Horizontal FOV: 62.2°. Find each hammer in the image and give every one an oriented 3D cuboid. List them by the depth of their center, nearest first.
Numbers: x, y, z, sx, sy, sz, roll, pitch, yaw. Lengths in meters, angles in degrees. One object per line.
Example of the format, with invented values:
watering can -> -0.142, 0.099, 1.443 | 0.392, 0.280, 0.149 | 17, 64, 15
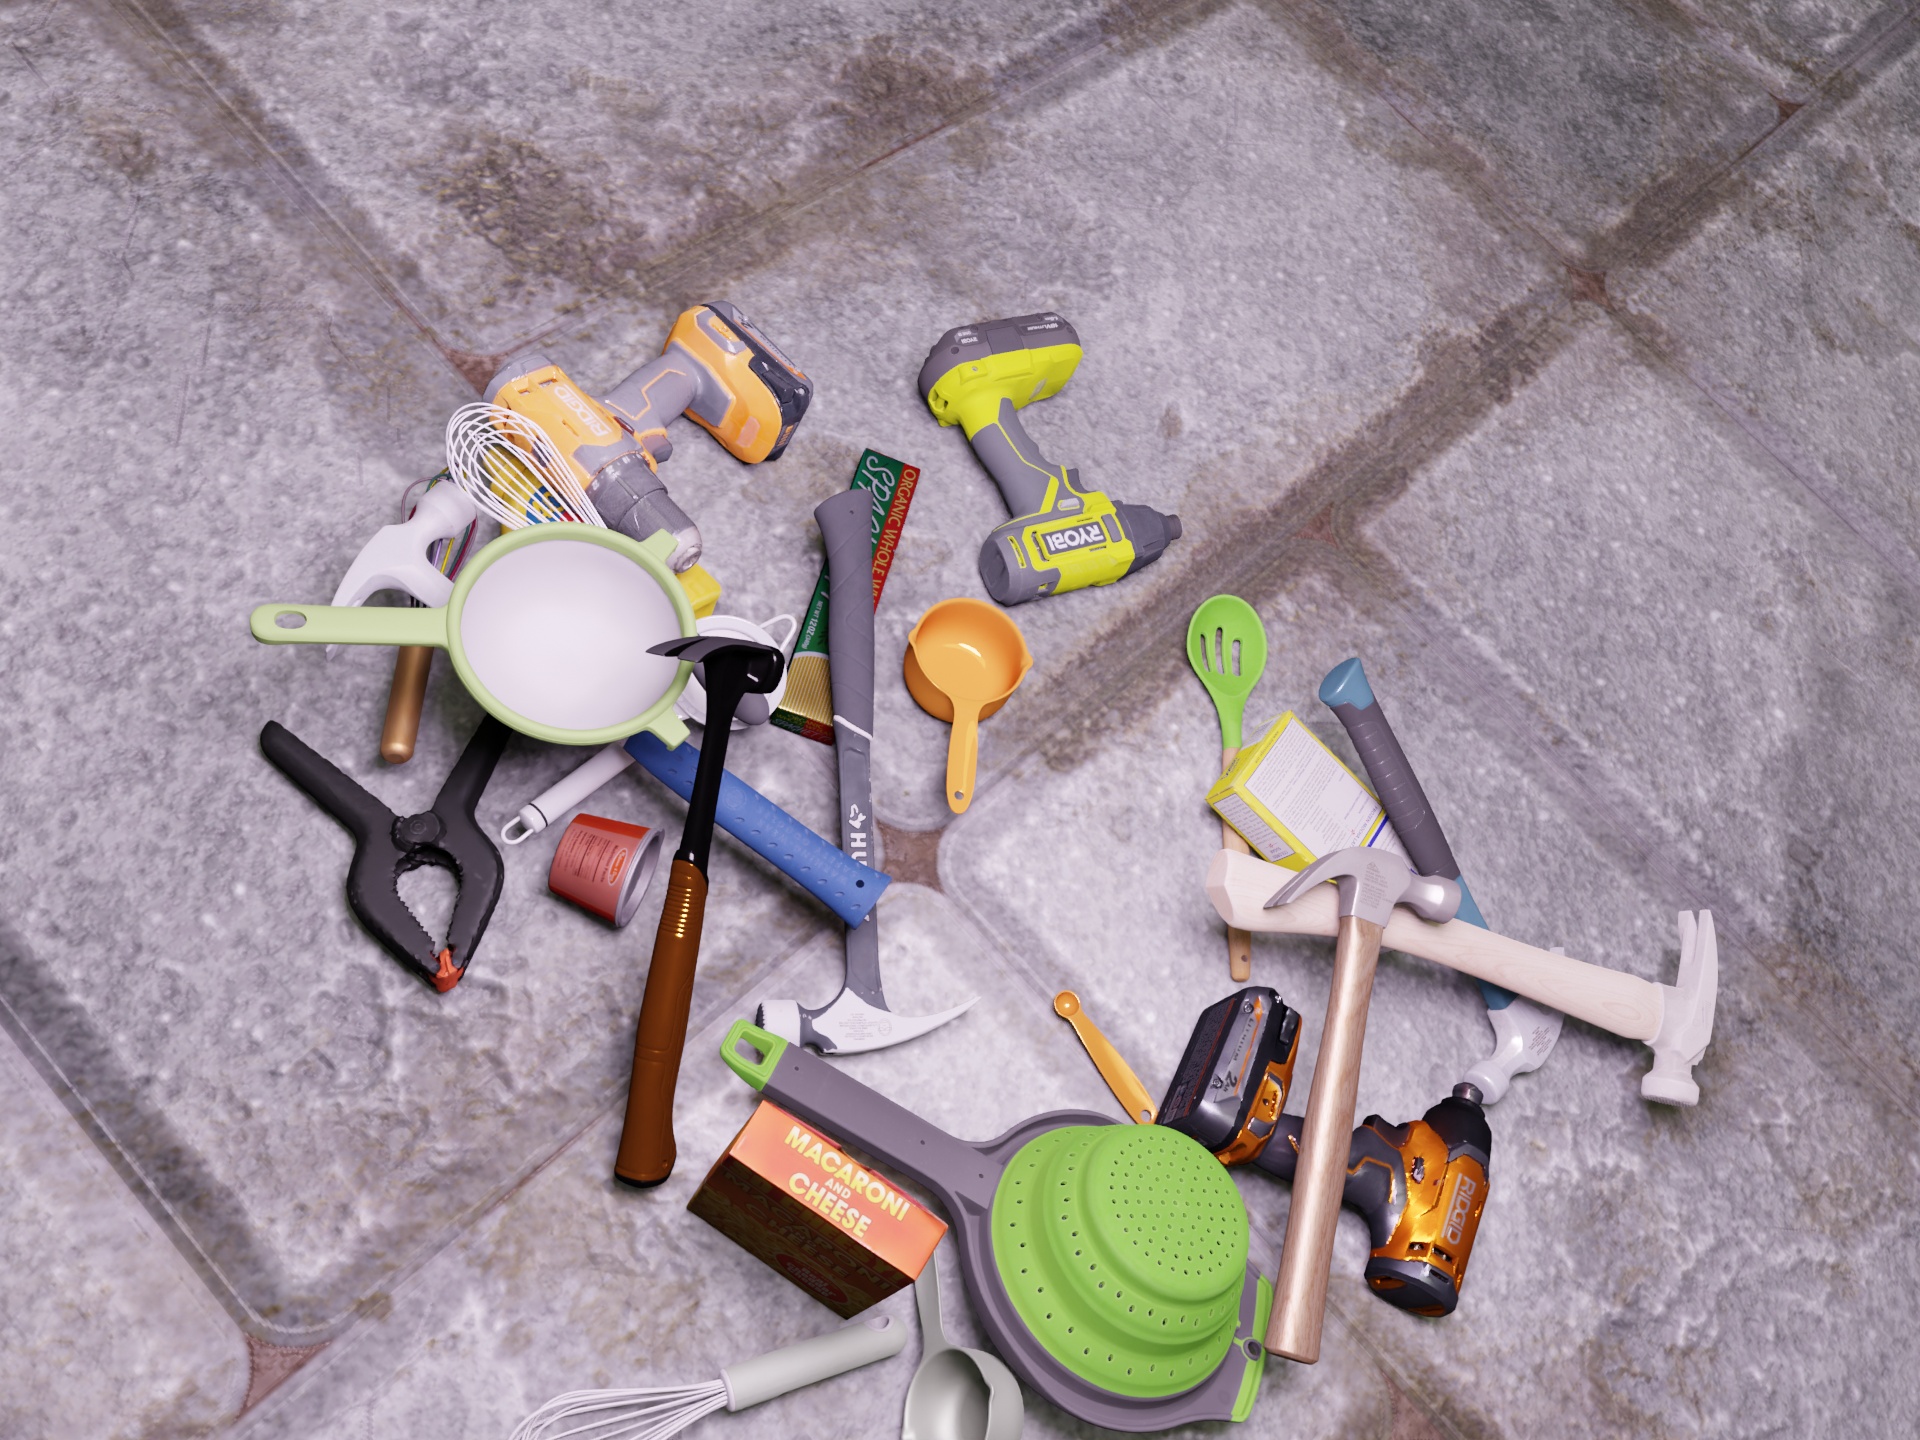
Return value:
hammer -> -0.169, 0.116, 0.954 | 0.034, 0.127, 0.337 | 11, 93, 17
hammer -> 0.239, 0.238, 1.026 | 0.130, 0.031, 0.331 | 20, 69, -13
hammer -> -0.224, 0.007, 1.034 | 0.405, 0.035, 0.144 | 36, 57, 1
hammer -> -0.069, 0.025, 1.108 | 0.149, 0.036, 0.409 | 3, 70, -16
hammer -> 0.364, 0.154, 1.132 | 0.410, 0.038, 0.146 | 18, 75, -15
hammer -> 0.352, 0.108, 1.177 | 0.128, 0.033, 0.331 | -30, 94, -32

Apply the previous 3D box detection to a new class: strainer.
strainer -> -0.293, -0.044, 0.973 | 0.256, 0.069, 0.152 | 1, 66, -19
strainer -> -0.211, 0.006, 1.088 | 0.087, 0.050, 0.258 | 47, 57, 4

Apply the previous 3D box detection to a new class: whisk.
whisk -> -0.143, 0.393, 0.924 | 0.246, 0.058, 0.059 | -10, 102, -25
whisk -> -0.229, -0.099, 1.057 | 0.284, 0.070, 0.070 | 46, 58, -14
whisk -> -0.365, -0.077, 1.080 | 0.047, 0.051, 0.245 | -6, 57, 6

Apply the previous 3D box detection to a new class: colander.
colander -> 0.039, 0.276, 0.975 | 0.397, 0.094, 0.205 | 31, 41, -2

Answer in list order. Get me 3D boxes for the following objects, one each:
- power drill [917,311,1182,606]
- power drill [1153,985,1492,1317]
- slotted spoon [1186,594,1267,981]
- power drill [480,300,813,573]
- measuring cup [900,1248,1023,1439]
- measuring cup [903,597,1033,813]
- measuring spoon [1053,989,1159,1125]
power drill -> 0.071, -0.211, 1.282 | 0.171, 0.080, 0.223 | -16, 74, -23
power drill -> 0.262, 0.278, 1.090 | 0.226, 0.084, 0.164 | 34, 58, -4
slotted spoon -> 0.208, 0.047, 1.221 | 0.070, 0.031, 0.314 | 9, 63, -14
power drill -> -0.205, -0.206, 1.155 | 0.185, 0.084, 0.226 | 45, 43, 8
measuring cup -> -0.003, 0.379, 0.970 | 0.038, 0.083, 0.168 | 26, 36, -34
measuring cup -> -0.002, -0.004, 1.165 | 0.095, 0.052, 0.174 | 11, 63, -12
measuring spoon -> 0.101, 0.237, 1.100 | 0.021, 0.011, 0.117 | -31, 80, -28
